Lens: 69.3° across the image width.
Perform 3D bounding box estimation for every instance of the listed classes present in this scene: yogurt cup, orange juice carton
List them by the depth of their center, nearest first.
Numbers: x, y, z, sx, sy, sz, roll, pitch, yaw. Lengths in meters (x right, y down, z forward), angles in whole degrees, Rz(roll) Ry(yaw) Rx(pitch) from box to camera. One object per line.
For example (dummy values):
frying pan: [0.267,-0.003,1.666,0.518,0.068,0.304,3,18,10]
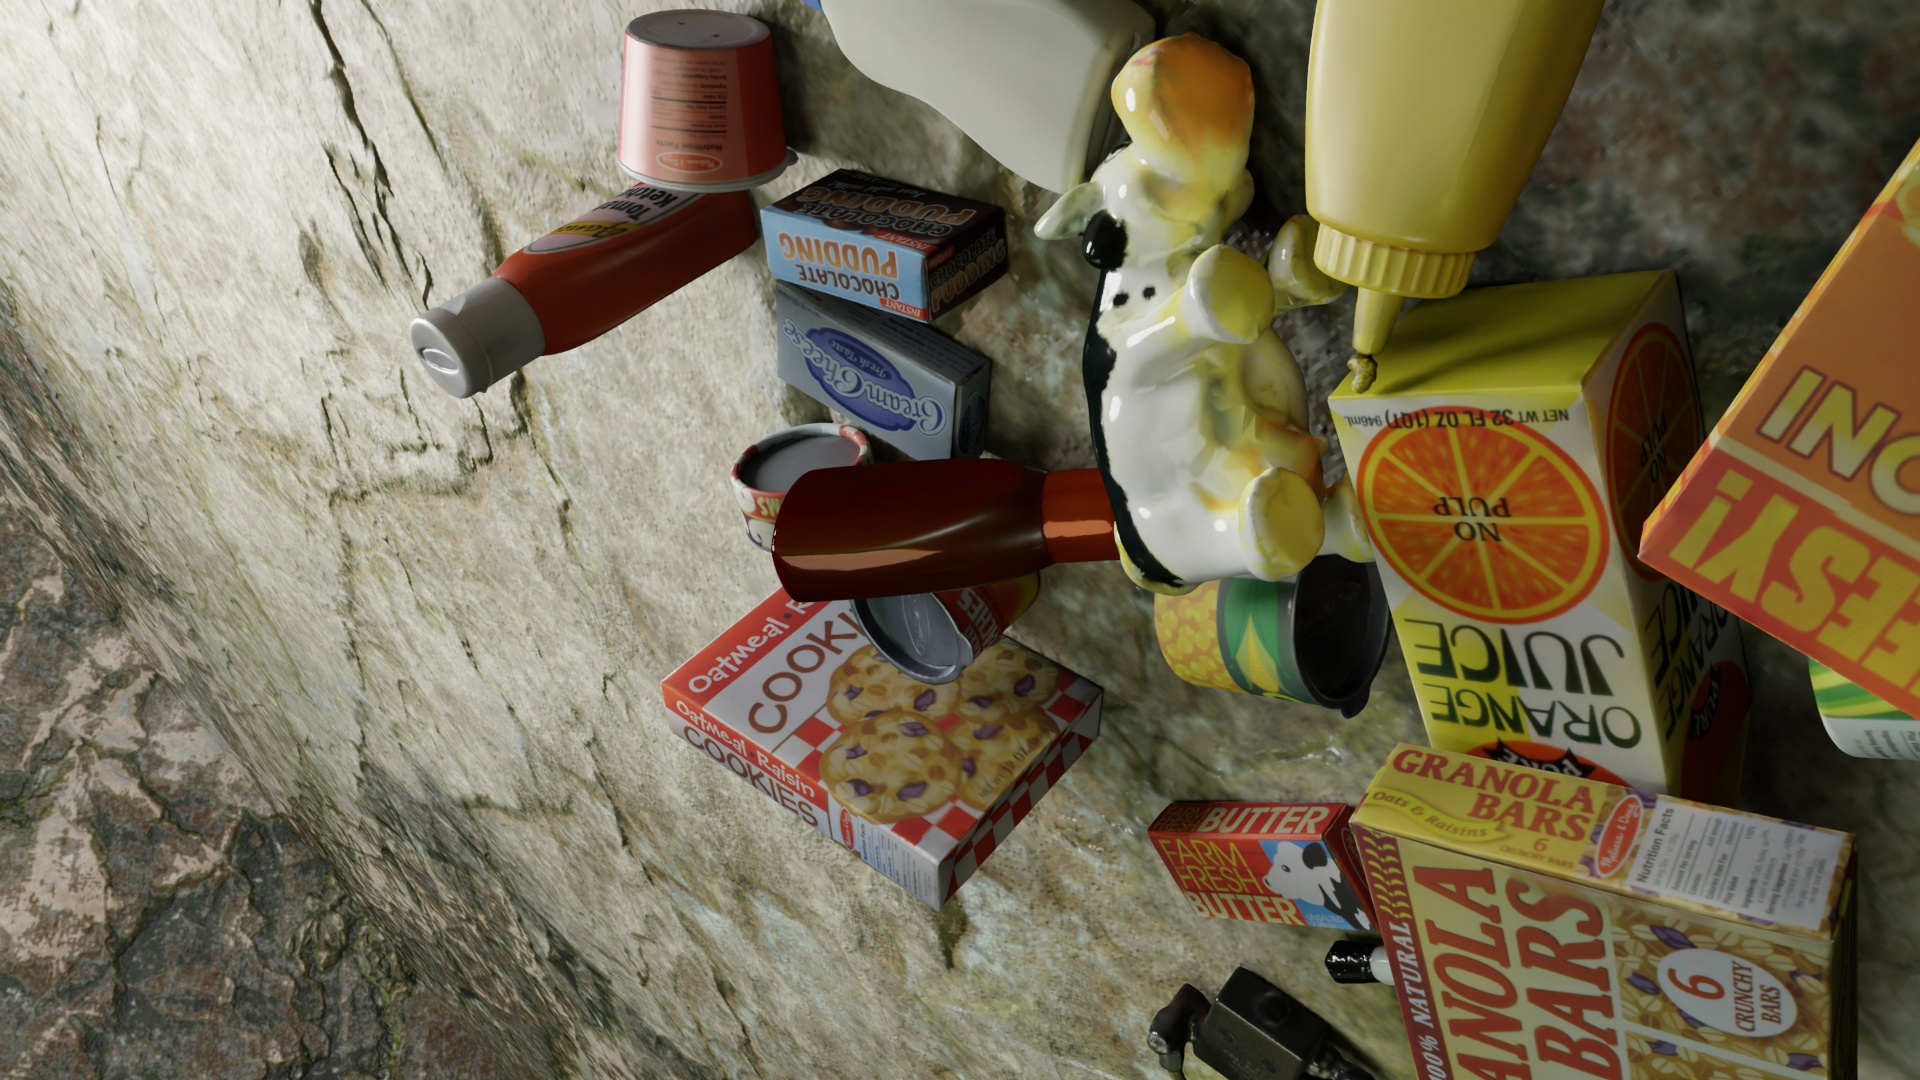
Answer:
orange juice carton: [0.180,0.023,0.414,0.072,0.073,0.192,2,124,45]
yogurt cup: [-0.101,-0.173,0.542,0.072,0.073,0.053,27,131,28]

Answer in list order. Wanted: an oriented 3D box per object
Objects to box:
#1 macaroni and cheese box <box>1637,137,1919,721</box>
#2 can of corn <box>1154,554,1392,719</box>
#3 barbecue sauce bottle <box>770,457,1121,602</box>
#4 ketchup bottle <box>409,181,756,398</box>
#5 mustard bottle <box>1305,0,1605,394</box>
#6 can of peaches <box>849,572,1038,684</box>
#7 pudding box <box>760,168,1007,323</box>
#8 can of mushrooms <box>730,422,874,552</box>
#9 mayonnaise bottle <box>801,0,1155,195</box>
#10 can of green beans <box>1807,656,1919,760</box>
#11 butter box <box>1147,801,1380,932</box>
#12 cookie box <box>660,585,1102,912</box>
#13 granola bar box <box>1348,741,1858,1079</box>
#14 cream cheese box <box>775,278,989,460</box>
macaroni and cheese box: [0.238,-0.036,0.270,0.124,0.040,0.165,35,114,19]
can of corn: [0.111,0.025,0.493,0.058,0.071,0.071,5,125,45]
barbecue sauce bottle: [0.002,-0.007,0.556,0.148,0.065,0.043,-4,128,19]
ketchup bottle: [-0.157,-0.110,0.583,0.065,0.149,0.043,16,134,37]
mustard bottle: [0.117,-0.113,0.343,0.065,0.049,0.159,28,121,35]
can of peaches: [-0.005,0.022,0.621,0.071,0.058,0.070,27,138,27]
pudding box: [-0.030,-0.114,0.531,0.084,0.050,0.030,23,135,32]
can of mushrooms: [-0.070,-0.024,0.638,0.071,0.071,0.033,18,132,36]
mayonnaise bottle: [-0.008,-0.175,0.461,0.148,0.041,0.064,36,141,19]
can of green beans: [0.252,0.023,0.344,0.057,0.071,0.071,-4,119,49]
butter box: [0.135,0.142,0.611,0.103,0.024,0.053,-13,113,51]
cookie box: [-0.038,0.080,0.652,0.168,0.123,0.040,27,138,28]
granola bar box: [0.195,0.144,0.418,0.124,0.039,0.164,8,131,41]
cream cheese box: [-0.035,-0.073,0.594,0.104,0.024,0.053,32,142,23]
